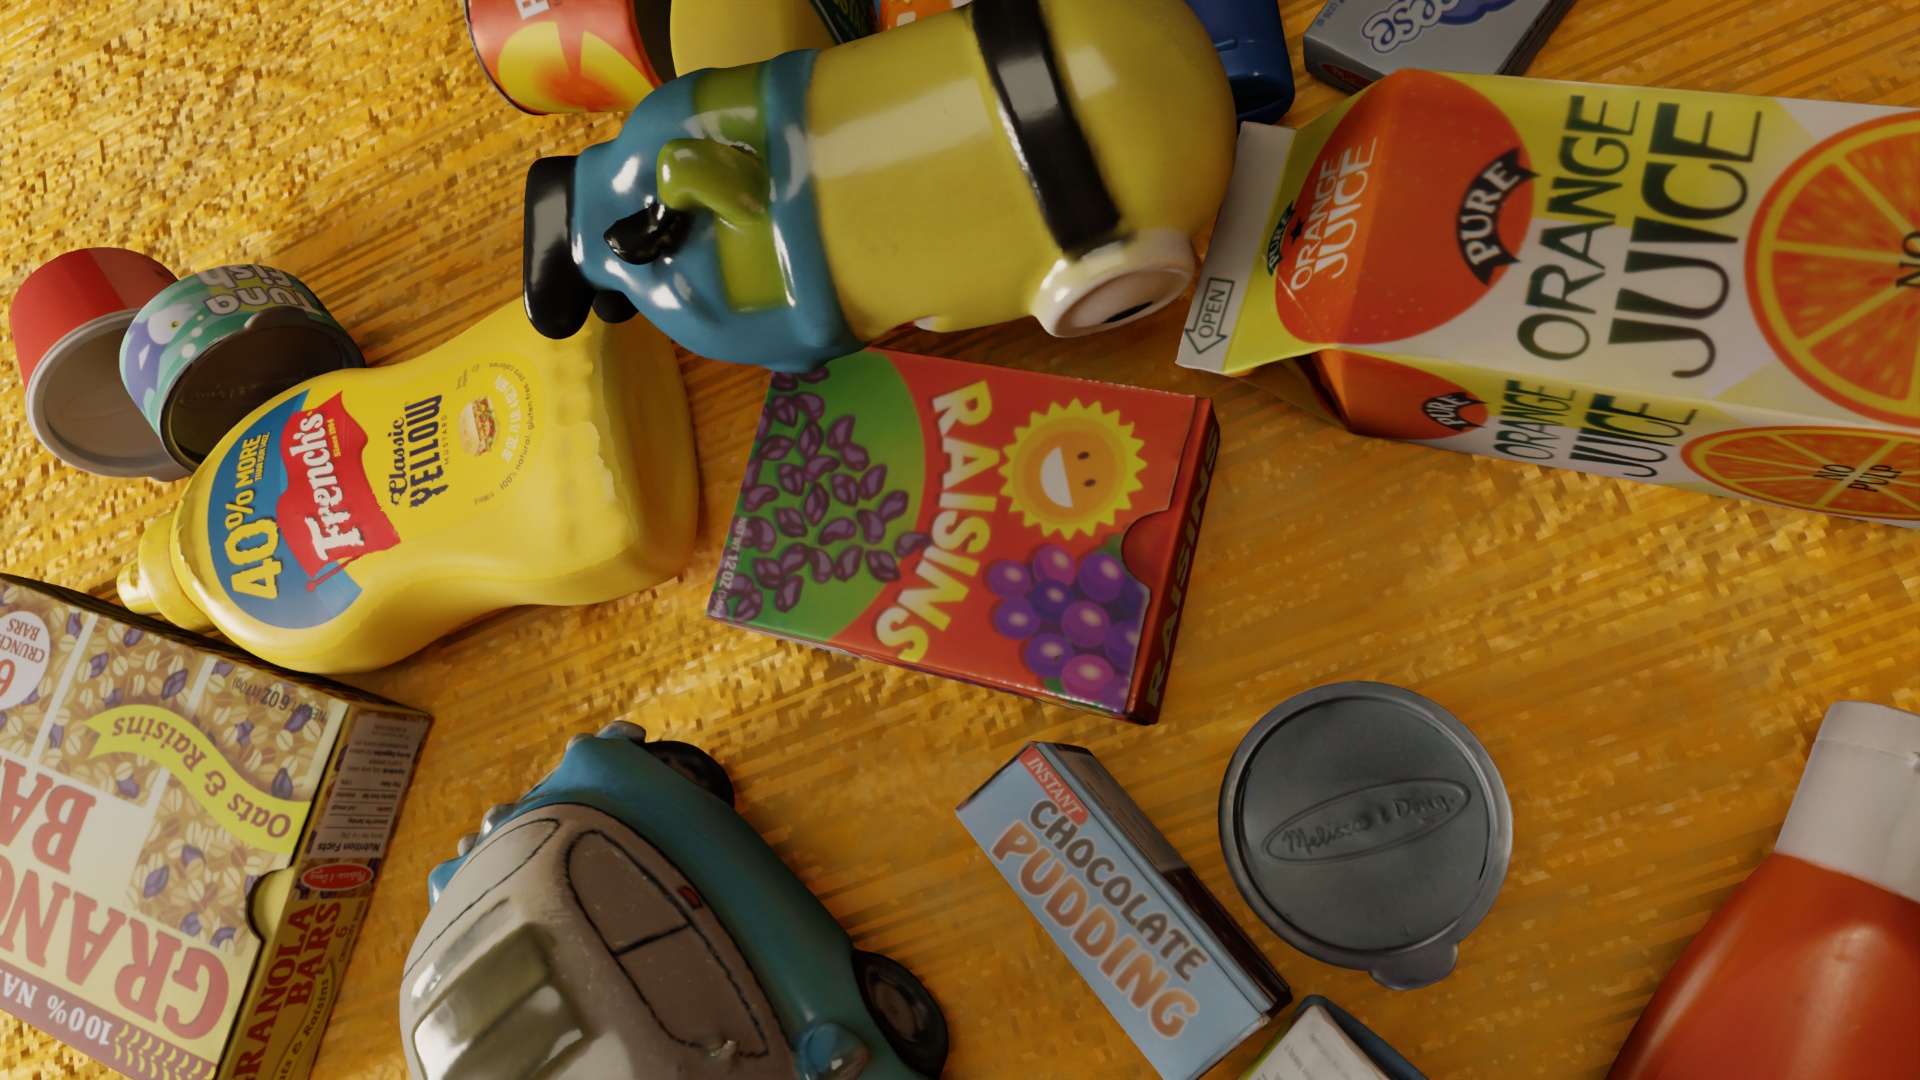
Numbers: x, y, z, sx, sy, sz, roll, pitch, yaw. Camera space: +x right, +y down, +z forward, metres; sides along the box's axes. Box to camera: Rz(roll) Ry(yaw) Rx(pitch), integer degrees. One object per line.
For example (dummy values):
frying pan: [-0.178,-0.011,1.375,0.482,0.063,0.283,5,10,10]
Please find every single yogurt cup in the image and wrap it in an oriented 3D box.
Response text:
yogurt cup: [-0.286,-0.064,0.475,0.072,0.072,0.054,-46,61,3]

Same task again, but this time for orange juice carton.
orange juice carton: [0.152,-0.059,0.329,0.193,0.073,0.072,12,82,20]

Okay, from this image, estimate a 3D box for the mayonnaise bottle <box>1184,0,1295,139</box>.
mayonnaise bottle: [0.066,-0.190,0.405,0.065,0.041,0.148,-11,75,16]

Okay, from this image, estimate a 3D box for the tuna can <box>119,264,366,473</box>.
tuna can: [-0.232,-0.057,0.452,0.071,0.071,0.033,-46,68,3]

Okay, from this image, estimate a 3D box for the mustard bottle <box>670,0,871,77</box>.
mustard bottle: [-0.057,-0.191,0.433,0.049,0.065,0.160,-10,71,20]

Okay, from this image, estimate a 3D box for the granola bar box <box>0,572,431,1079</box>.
granola bar box: [-0.265,0.090,0.444,0.165,0.039,0.124,14,82,20]

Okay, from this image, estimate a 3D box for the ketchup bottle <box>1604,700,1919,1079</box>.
ketchup bottle: [0.179,0.109,0.296,0.065,0.043,0.149,23,85,19]

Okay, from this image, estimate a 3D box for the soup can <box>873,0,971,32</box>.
soup can: [0.005,-0.165,0.407,0.071,0.071,0.084,-16,74,14]

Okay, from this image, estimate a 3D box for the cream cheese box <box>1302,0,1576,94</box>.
cream cheese box: [0.147,-0.163,0.382,0.053,0.024,0.104,36,90,20]

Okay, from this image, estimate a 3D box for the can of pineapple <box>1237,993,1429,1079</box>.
can of pineapple: [0.086,0.145,0.307,0.071,0.071,0.058,40,91,21]

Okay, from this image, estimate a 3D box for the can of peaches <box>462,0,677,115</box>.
can of peaches: [-0.115,-0.171,0.441,0.058,0.071,0.071,4,79,18]

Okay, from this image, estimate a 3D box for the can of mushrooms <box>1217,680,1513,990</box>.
can of mushrooms: [0.098,0.071,0.336,0.071,0.033,0.071,-4,76,16]

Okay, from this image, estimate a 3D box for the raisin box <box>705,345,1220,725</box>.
raisin box: [0.001,-0.005,0.382,0.123,0.040,0.086,12,80,19]

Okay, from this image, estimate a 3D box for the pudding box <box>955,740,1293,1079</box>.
pudding box: [0.041,0.089,0.341,0.030,0.049,0.084,-44,69,6]
